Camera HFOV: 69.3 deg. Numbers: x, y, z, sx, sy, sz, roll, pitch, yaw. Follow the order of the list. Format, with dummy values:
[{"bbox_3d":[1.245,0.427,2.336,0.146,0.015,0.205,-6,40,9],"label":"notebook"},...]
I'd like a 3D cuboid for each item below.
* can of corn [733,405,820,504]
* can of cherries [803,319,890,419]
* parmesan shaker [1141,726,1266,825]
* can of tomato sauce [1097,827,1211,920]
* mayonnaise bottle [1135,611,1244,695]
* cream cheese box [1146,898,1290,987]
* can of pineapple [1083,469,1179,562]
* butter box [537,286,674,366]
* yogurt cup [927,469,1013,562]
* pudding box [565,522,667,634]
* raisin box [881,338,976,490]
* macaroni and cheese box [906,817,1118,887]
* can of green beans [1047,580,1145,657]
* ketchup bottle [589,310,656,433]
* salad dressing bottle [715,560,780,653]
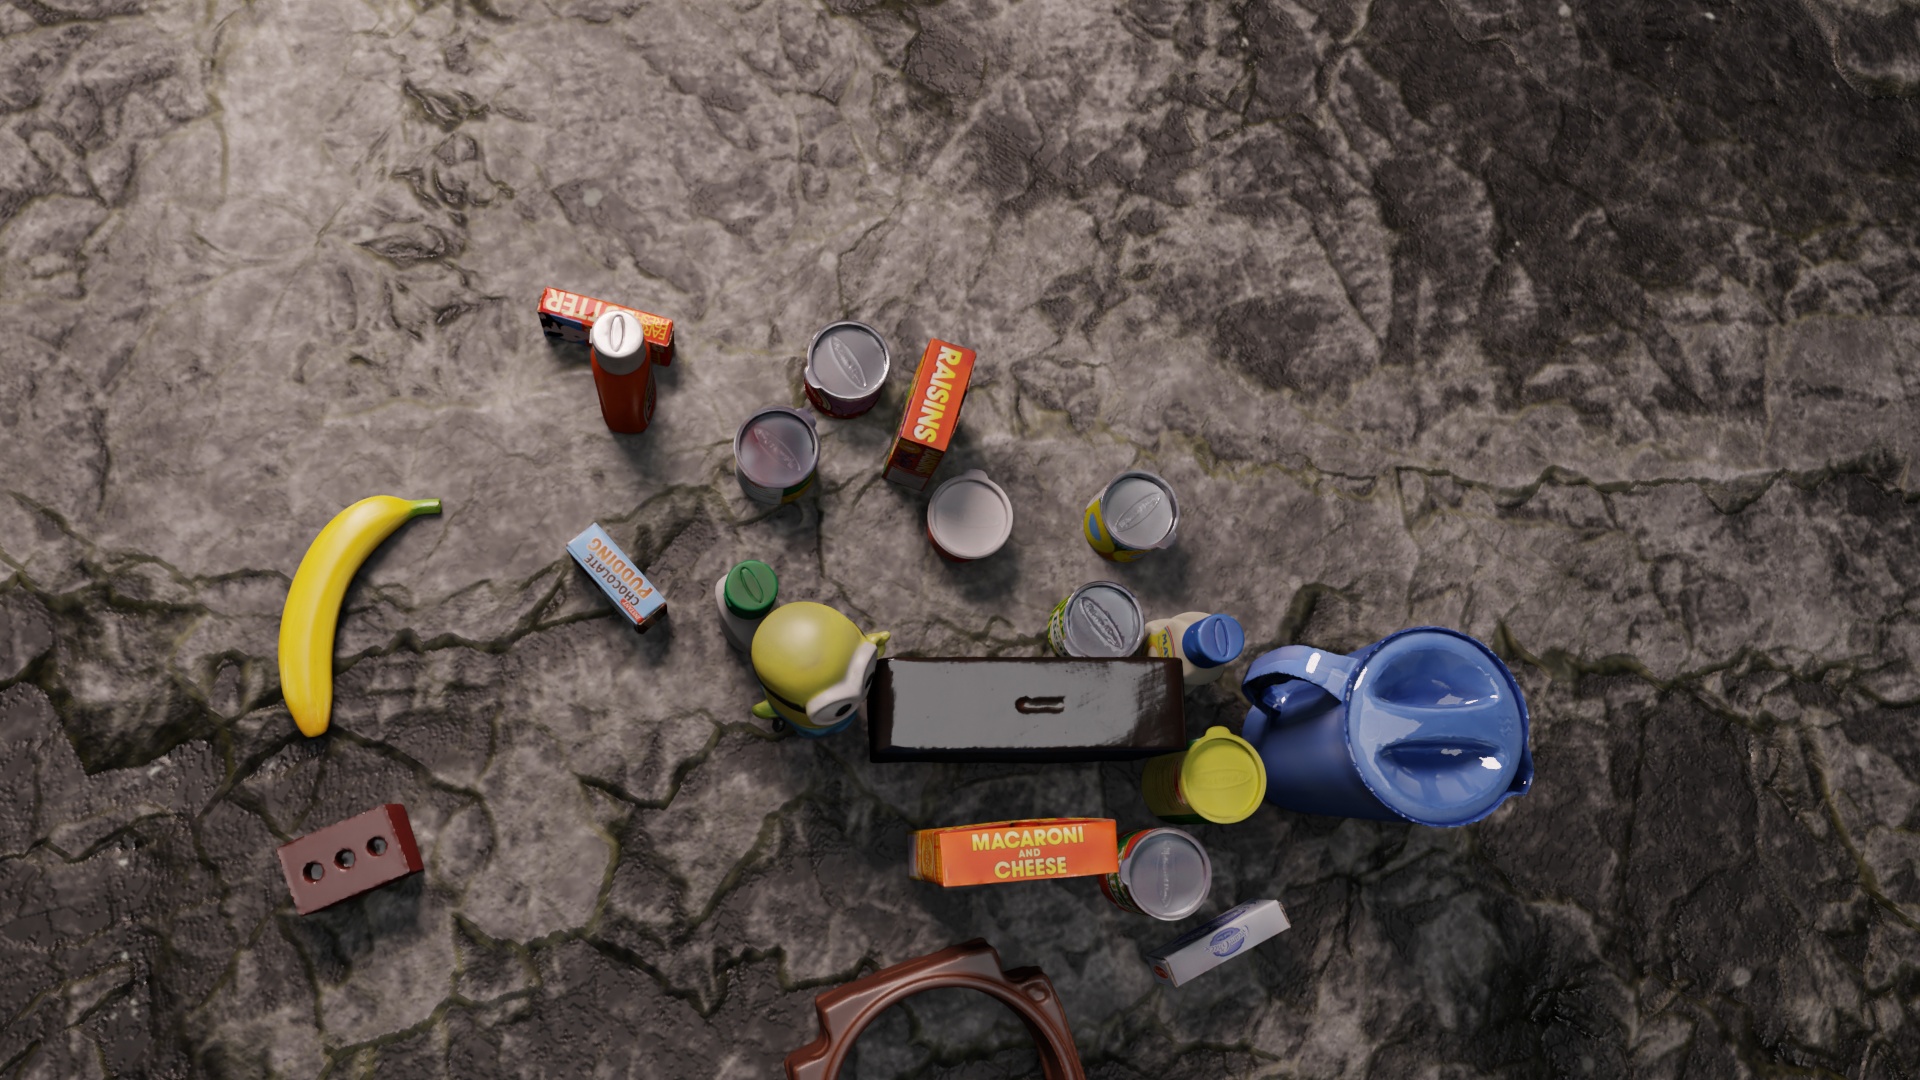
[{"bbox_3d":[-0.144,-0.068,1.096,0.071,0.058,0.071,2,77,-10],"label":"can of corn"},{"bbox_3d":[-0.095,-0.136,1.120,0.071,0.058,0.071,2,77,-10],"label":"can of cherries"},{"bbox_3d":[0.186,0.183,1.074,0.071,0.103,0.071,2,77,-10],"label":"parmesan shaker"},{"bbox_3d":[0.145,0.254,1.061,0.071,0.083,0.071,2,77,-10],"label":"can of tomato sauce"},{"bbox_3d":[0.175,0.085,1.071,0.041,0.147,0.065,-5,79,-11],"label":"mayonnaise bottle"},{"bbox_3d":[0.198,0.309,1.073,0.104,0.053,0.024,-23,83,-14],"label":"cream cheese box"},{"bbox_3d":[0.139,-0.017,1.135,0.071,0.057,0.071,2,77,-10],"label":"can of pineapple"},{"bbox_3d":[-0.278,-0.168,1.098,0.103,0.053,0.024,14,76,-7],"label":"butter box"},{"bbox_3d":[0.004,-0.014,1.112,0.072,0.054,0.072,2,77,-10],"label":"yogurt cup"},{"bbox_3d":[-0.261,0.029,1.058,0.030,0.049,0.084,-42,87,-15],"label":"pudding box"},{"bbox_3d":[-0.026,-0.096,1.090,0.040,0.123,0.086,19,75,-5],"label":"raisin box"},{"bbox_3d":[0.032,0.224,1.005,0.124,0.166,0.040,-2,78,-10],"label":"macaroni and cheese box"},{"bbox_3d":[0.107,0.069,1.110,0.071,0.057,0.071,2,77,-10],"label":"can of green beans"},{"bbox_3d":[-0.254,-0.129,1.044,0.043,0.148,0.065,2,78,-9],"label":"ketchup bottle"},{"bbox_3d":[-0.155,0.047,1.022,0.044,0.147,0.064,-27,84,-14],"label":"salad dressing bottle"}]
